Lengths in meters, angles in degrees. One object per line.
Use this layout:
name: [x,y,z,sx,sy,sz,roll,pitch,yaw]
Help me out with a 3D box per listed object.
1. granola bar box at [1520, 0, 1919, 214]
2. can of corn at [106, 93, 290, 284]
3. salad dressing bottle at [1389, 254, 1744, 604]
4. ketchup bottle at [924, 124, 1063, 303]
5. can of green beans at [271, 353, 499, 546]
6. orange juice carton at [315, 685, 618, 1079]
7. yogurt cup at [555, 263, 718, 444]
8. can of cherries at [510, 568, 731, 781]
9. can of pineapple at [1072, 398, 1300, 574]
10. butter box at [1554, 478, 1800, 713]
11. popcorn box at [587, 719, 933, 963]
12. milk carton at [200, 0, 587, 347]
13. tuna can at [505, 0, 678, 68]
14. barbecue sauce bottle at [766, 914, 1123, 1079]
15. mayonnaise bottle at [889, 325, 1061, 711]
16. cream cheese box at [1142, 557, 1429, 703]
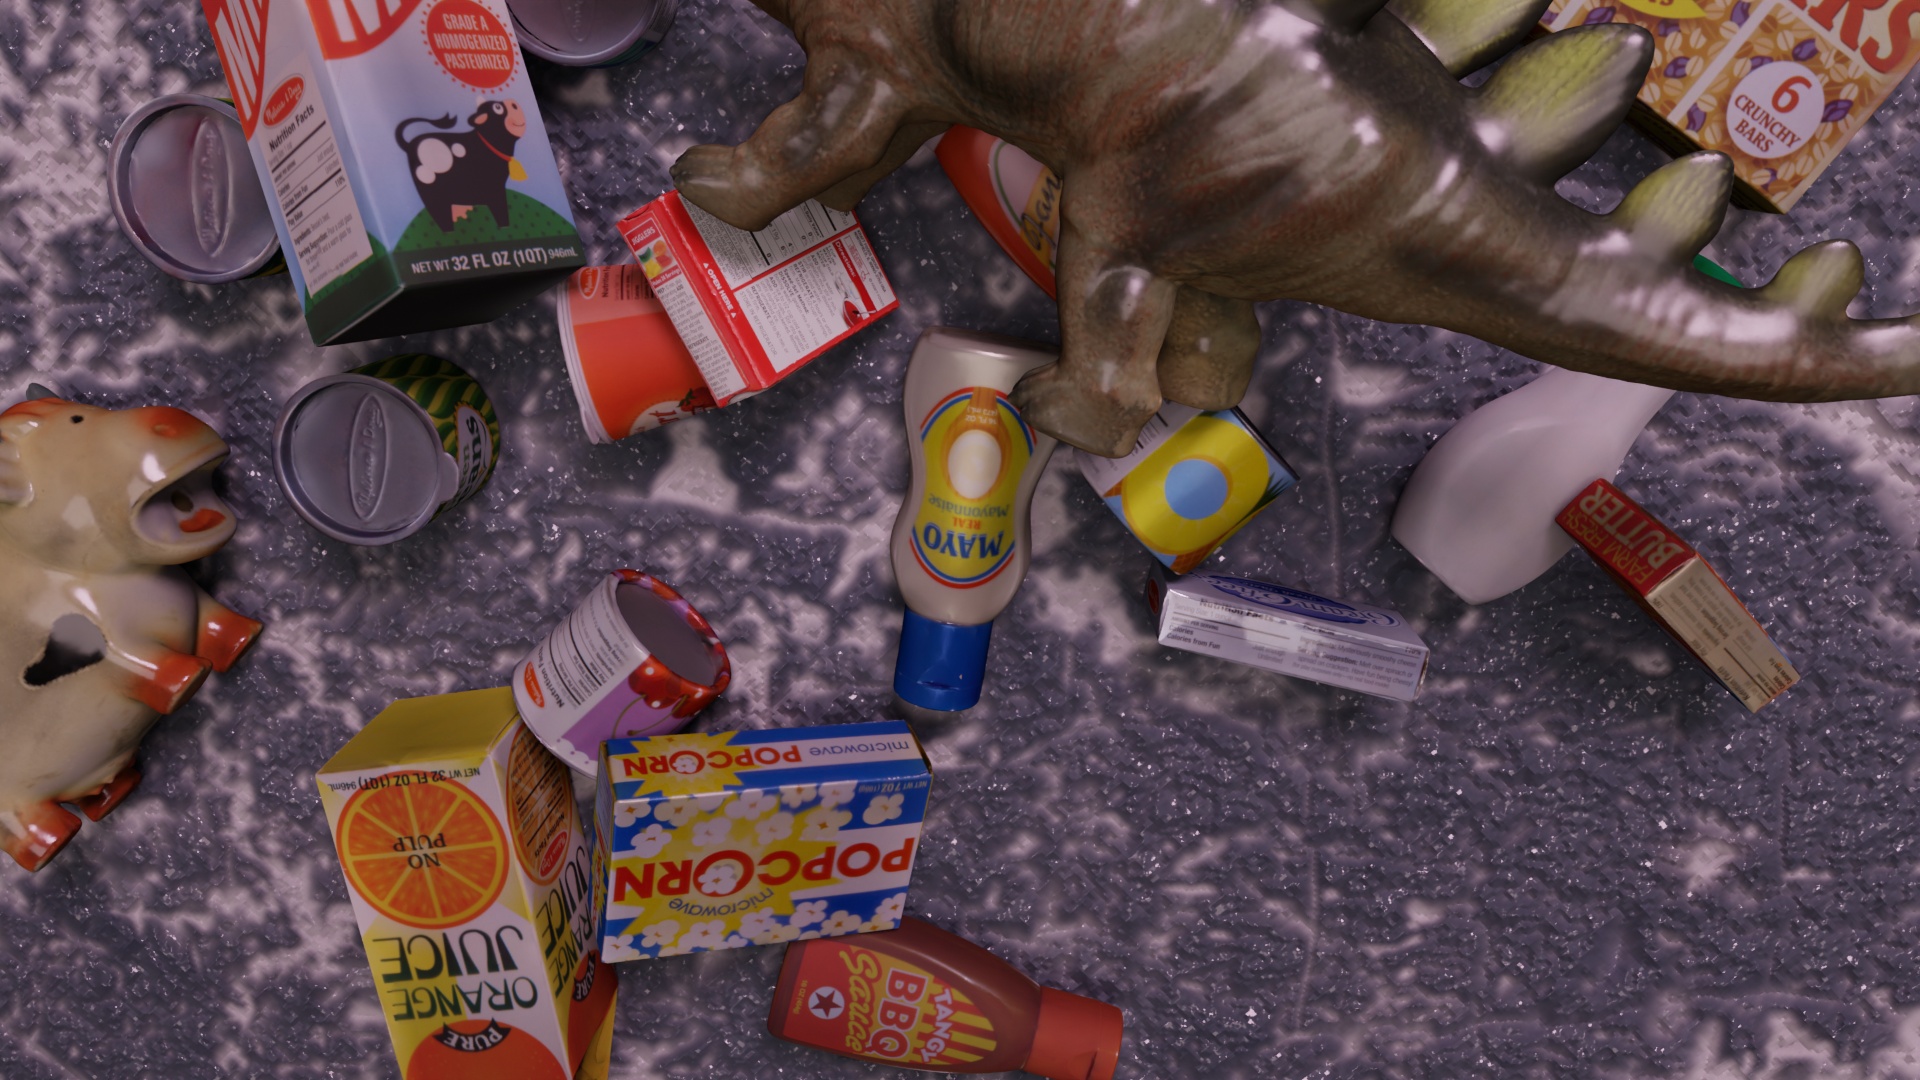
granola bar box: [0.259,-0.212,0.480,0.165,0.039,0.124,34,104,-6]
can of corn: [-0.266,-0.131,0.519,0.071,0.058,0.071,1,105,3]
salad dressing bottle: [0.231,-0.042,0.526,0.064,0.044,0.147,39,103,-13]
ketchup bottle: [0.030,-0.134,0.511,0.149,0.044,0.064,38,105,-7]
can of green beans: [-0.222,-0.037,0.542,0.071,0.058,0.071,1,105,3]
orange juice carton: [-0.199,0.165,0.588,0.072,0.073,0.192,-7,105,5]
yogurt cup: [-0.116,-0.074,0.525,0.054,0.072,0.072,-11,105,-2]
can of cherries: [-0.134,0.054,0.561,0.058,0.072,0.071,-43,99,12]
can of pineapple: [0.086,-0.028,0.525,0.057,0.071,0.071,-42,99,13]
butter box: [0.267,0.021,0.516,0.103,0.053,0.024,34,107,-34]
popcorn box: [-0.080,0.119,0.557,0.127,0.038,0.084,-1,121,-22]
milk carton: [-0.203,-0.171,0.475,0.073,0.072,0.190,-14,95,44]
tuna can: [-0.140,-0.206,0.505,0.071,0.033,0.071,1,105,3]
barbecue sauce bottle: [-0.005,0.202,0.604,0.148,0.044,0.064,16,105,-2]
mayonnaise bottle: [0.002,-0.007,0.547,0.065,0.041,0.147,9,105,-1]
cream cheese box: [0.126,0.034,0.546,0.104,0.053,0.024,13,104,-1]
